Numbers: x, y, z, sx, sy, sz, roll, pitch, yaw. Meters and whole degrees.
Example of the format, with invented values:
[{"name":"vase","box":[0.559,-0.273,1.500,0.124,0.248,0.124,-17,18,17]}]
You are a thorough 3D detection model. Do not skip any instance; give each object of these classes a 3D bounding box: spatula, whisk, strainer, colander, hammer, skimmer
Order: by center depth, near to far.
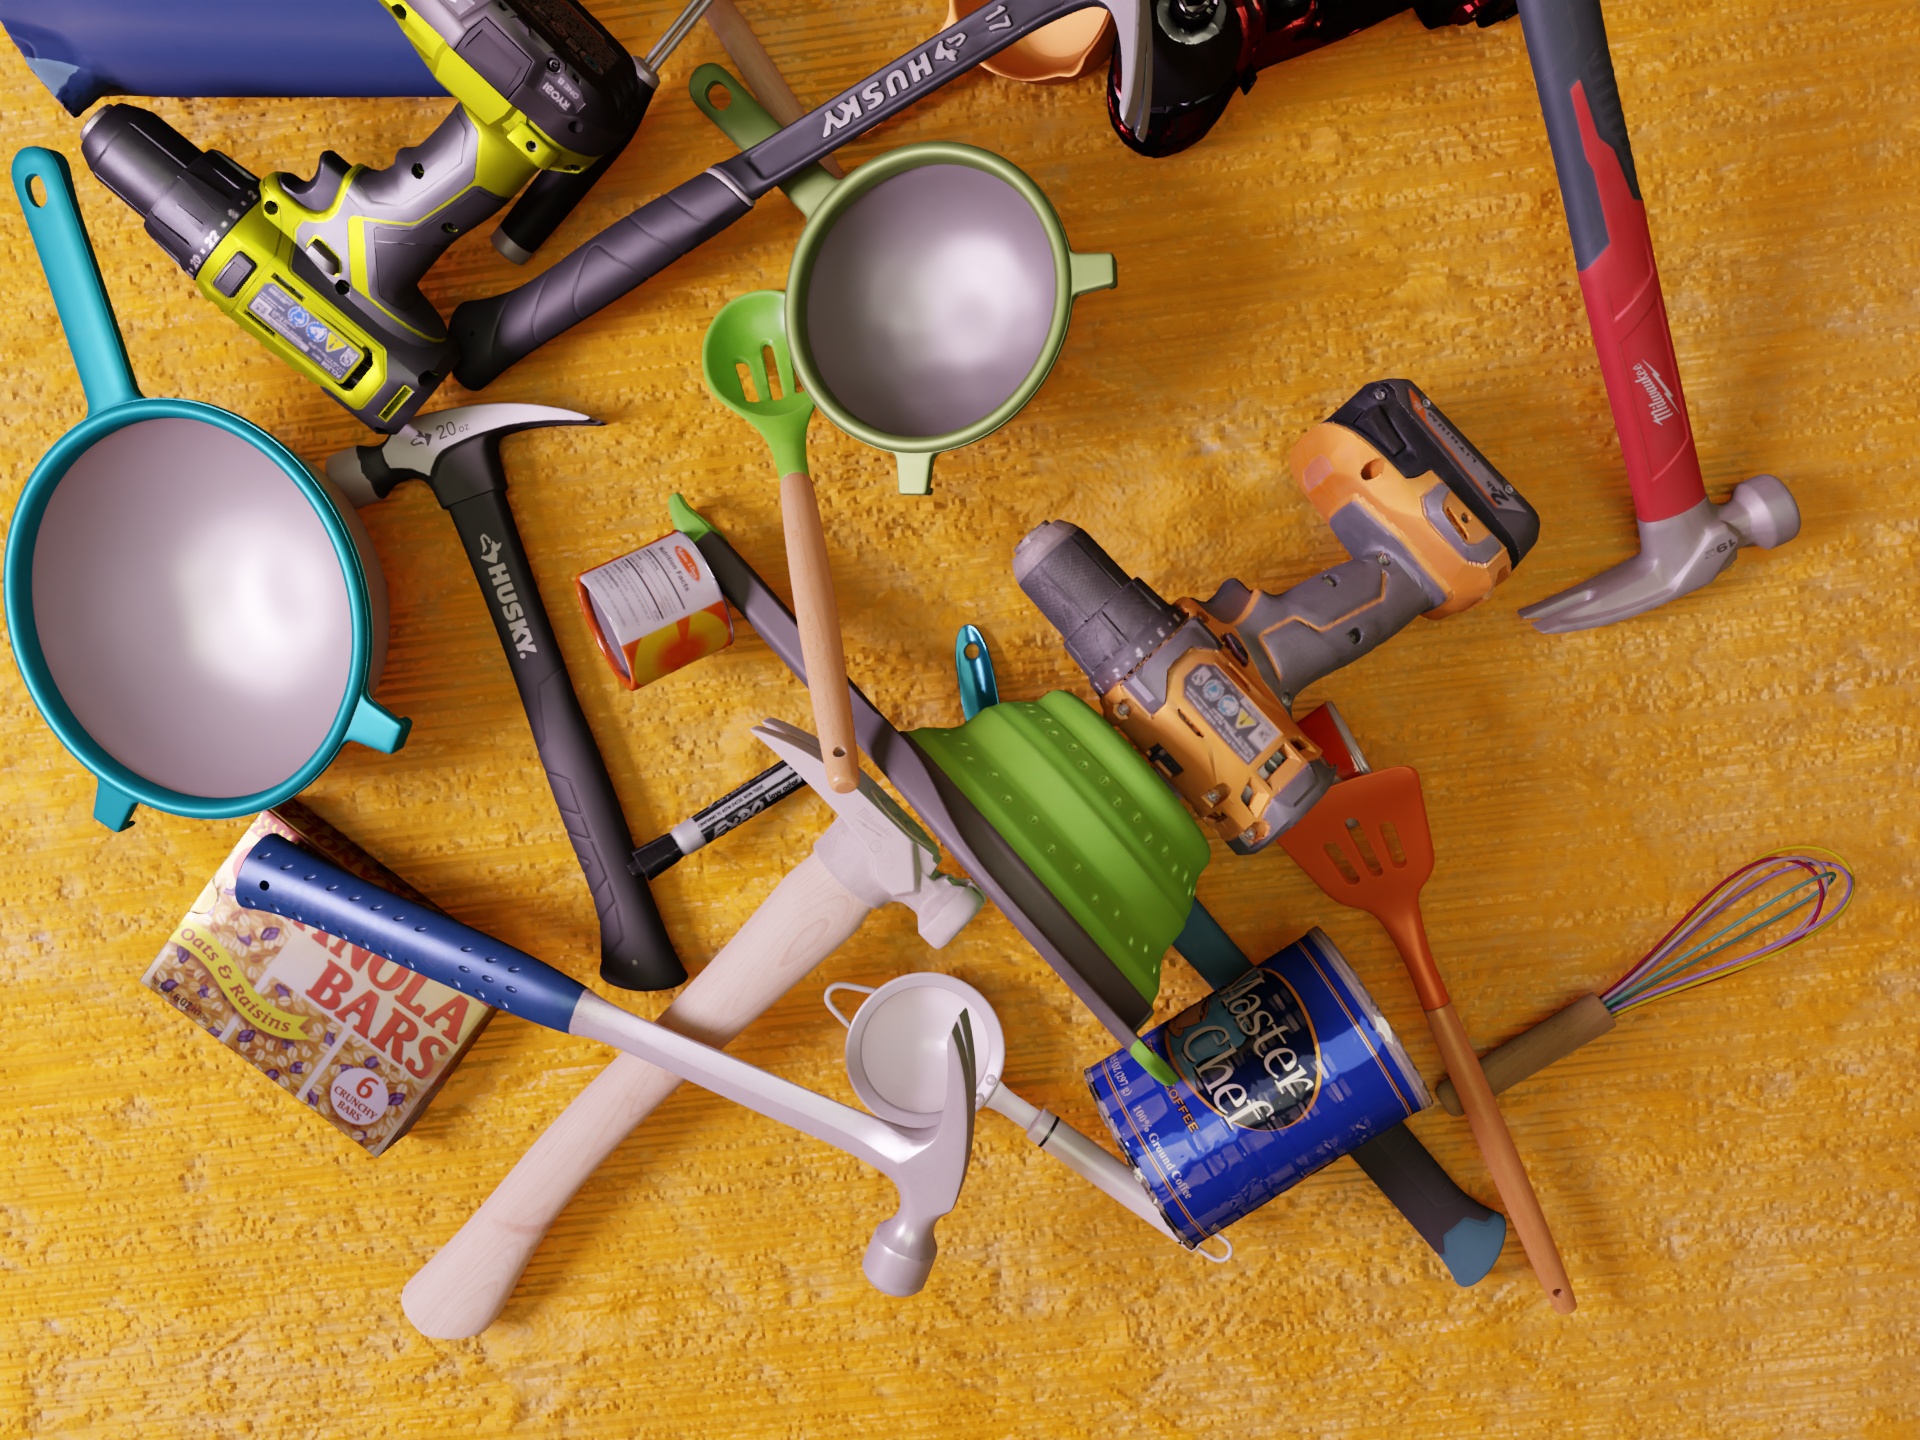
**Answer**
[{"name":"hammer","box":[0.292,-0.224,0.751,0.143,0.038,0.386,-24,116,4]},{"name":"hammer","box":[-0.094,-0.265,0.775,0.409,0.036,0.149,-24,81,22]},{"name":"skimmer","box":[-0.140,-0.384,0.777,0.363,0.127,0.090,-45,132,17]},{"name":"colander","box":[-0.001,-0.002,0.783,0.094,0.204,0.397,-42,68,-3]},{"name":"hammer","box":[-0.182,0.146,0.807,0.405,0.035,0.144,22,103,8]},{"name":"strainer","box":[-0.042,-0.242,0.810,0.151,0.069,0.256,-47,75,15]},{"name":"strainer","box":[-0.395,-0.122,0.824,0.211,0.095,0.340,-15,95,17]},{"name":"spatula","box":[0.258,0.173,0.831,0.081,0.041,0.322,-23,97,18]},{"name":"hammer","box":[-0.174,0.183,0.848,0.146,0.038,0.410,44,105,1]},{"name":"whisk","box":[0.363,0.141,0.853,0.245,0.051,0.047,-34,72,9]},{"name":"strainer","box":[0.037,0.216,0.859,0.258,0.050,0.087,34,92,4]},{"name":"hammer","box":[-0.217,-0.010,0.863,0.146,0.035,0.335,-19,94,5]},{"name":"hammer","box":[0.180,0.173,0.863,0.128,0.033,0.331,-41,92,5]}]

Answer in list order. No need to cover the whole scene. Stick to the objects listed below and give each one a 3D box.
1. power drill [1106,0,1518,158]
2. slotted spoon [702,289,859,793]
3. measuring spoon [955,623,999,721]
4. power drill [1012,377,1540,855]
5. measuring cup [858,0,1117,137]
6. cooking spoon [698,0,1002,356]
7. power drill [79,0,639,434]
[{"name":"power drill","box":[0.176,-0.352,0.761,0.219,0.143,0.078,-25,91,2]},{"name":"slotted spoon","box":[-0.079,-0.096,0.767,0.070,0.031,0.314,-11,55,-3]},{"name":"measuring spoon","box":[0.018,0.011,0.867,0.042,0.021,0.128,-12,86,16]},{"name":"power drill","box":[0.151,-0.072,0.780,0.226,0.084,0.185,-43,88,-18]},{"name":"measuring cup","box":[0.011,-0.350,0.820,0.173,0.052,0.095,-26,94,29]},{"name":"cooking spoon","box":[-0.071,-0.290,0.839,0.069,0.017,0.319,-33,94,10]},{"name":"power drill","box":[-0.282,-0.269,0.749,0.228,0.080,0.190,-38,114,24]}]
